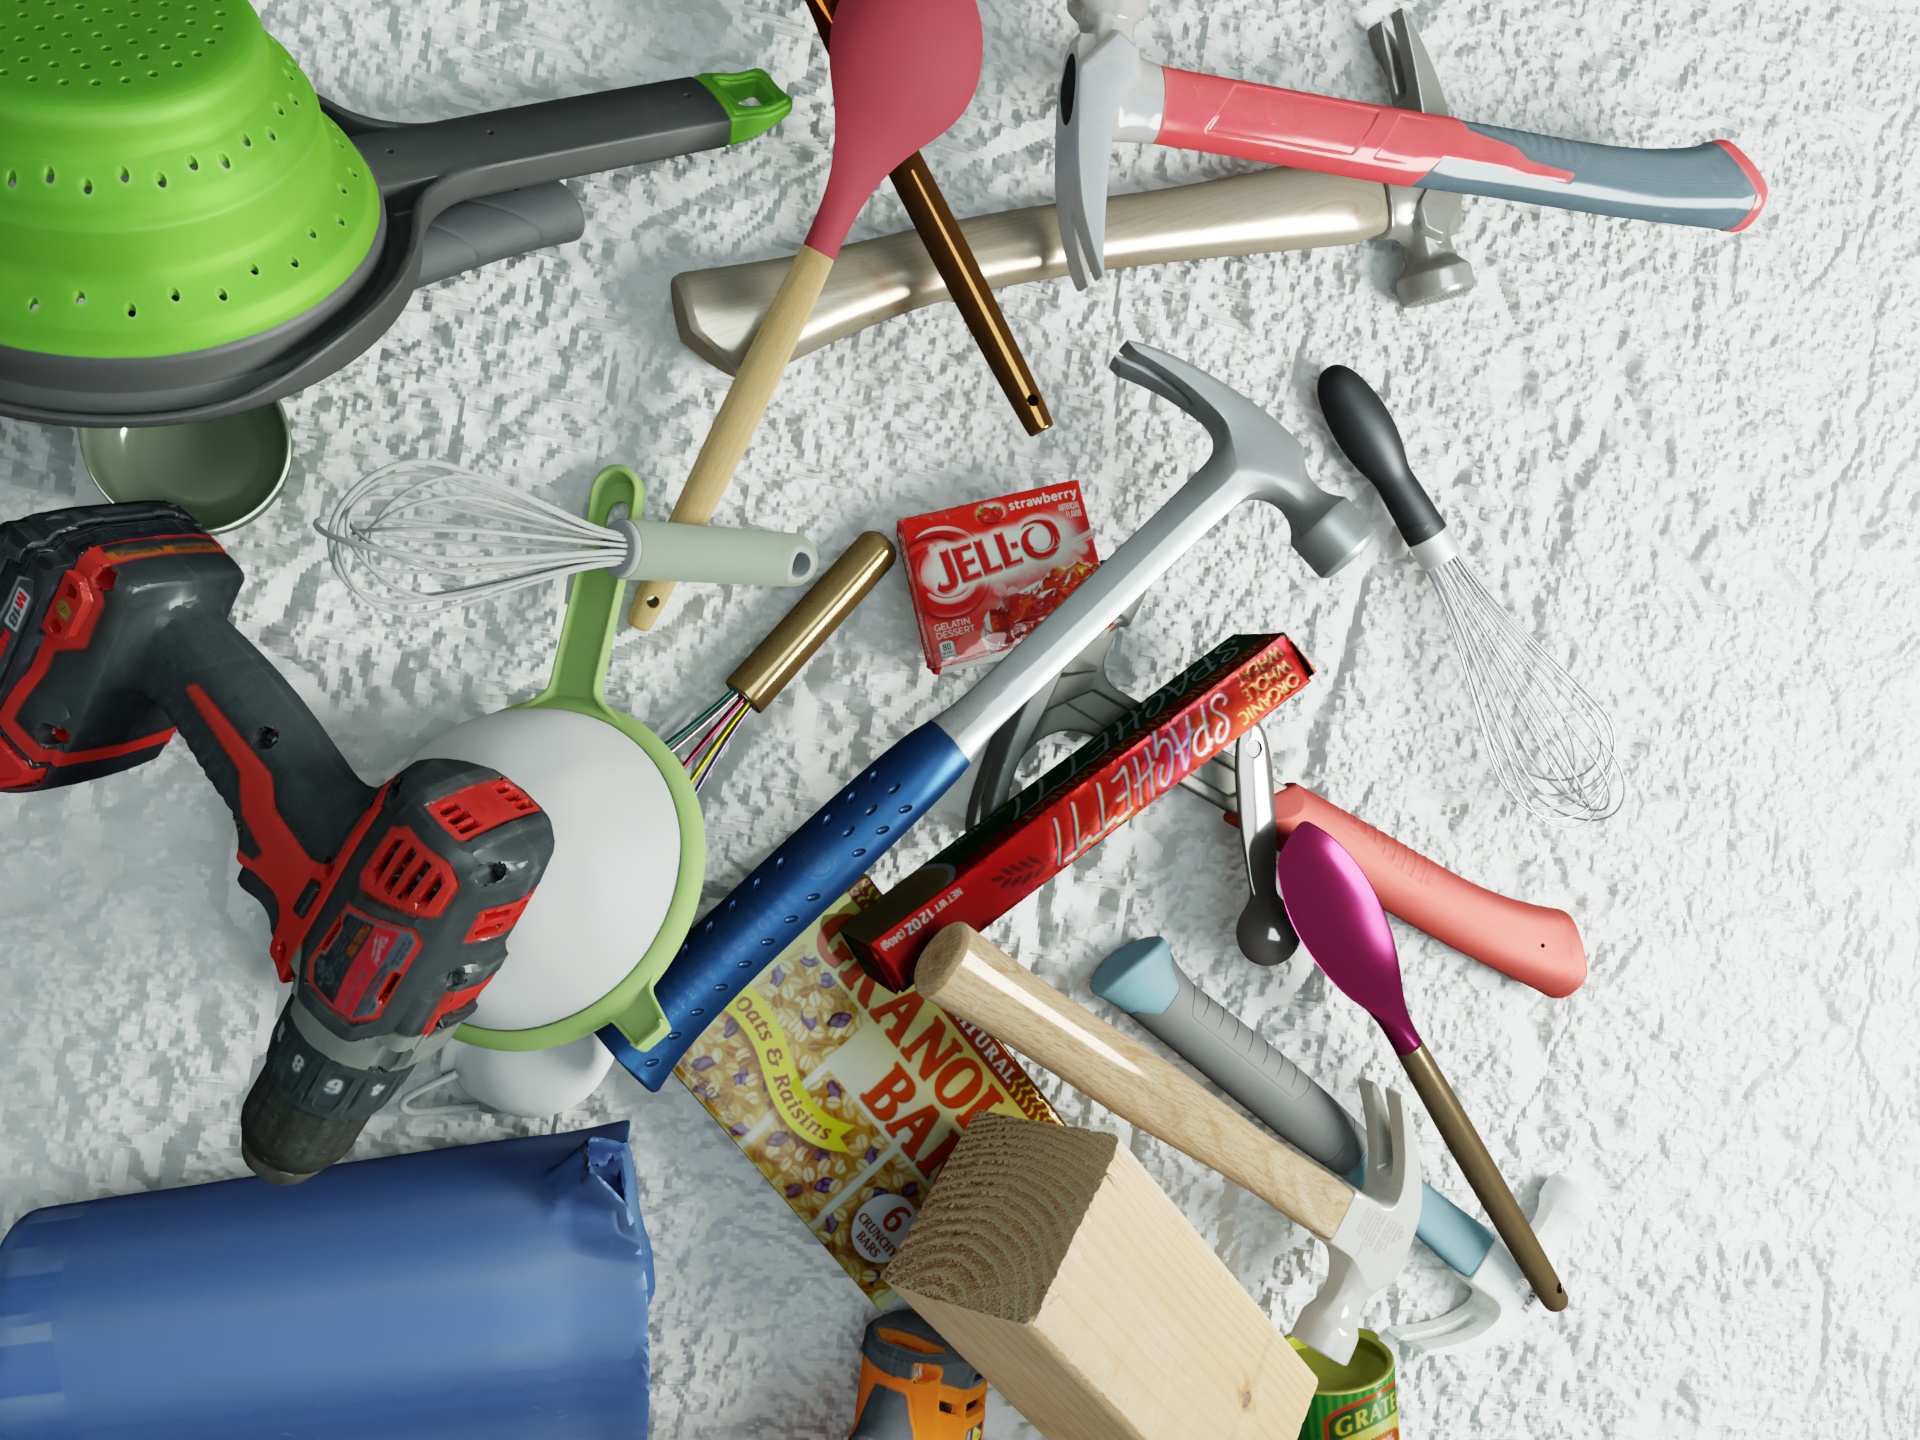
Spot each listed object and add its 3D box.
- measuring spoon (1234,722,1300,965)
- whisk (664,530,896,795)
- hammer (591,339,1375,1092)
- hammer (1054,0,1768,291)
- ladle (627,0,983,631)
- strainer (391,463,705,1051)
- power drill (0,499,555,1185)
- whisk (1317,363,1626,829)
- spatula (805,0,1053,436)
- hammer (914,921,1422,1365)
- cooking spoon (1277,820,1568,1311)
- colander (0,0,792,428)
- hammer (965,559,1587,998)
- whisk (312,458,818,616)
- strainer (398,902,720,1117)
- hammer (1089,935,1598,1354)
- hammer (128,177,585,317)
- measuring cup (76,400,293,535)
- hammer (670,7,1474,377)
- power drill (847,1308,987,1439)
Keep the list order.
[{"bbox_3d":[0.151,0.061,0.784,0.034,0.018,0.124,-7,94,-18],"label":"measuring spoon"},{"bbox_3d":[-0.110,0.008,0.716,0.051,0.047,0.245,44,75,-15],"label":"whisk"},{"bbox_3d":[-0.001,-0.002,0.697,0.405,0.035,0.144,-43,89,-12],"label":"hammer"},{"bbox_3d":[0.231,-0.264,0.783,0.386,0.038,0.143,2,91,-18],"label":"hammer"},{"bbox_3d":[-0.074,-0.179,0.688,0.069,0.031,0.315,22,102,-26],"label":"ladle"},{"bbox_3d":[-0.175,0.003,0.653,0.151,0.069,0.256,5,74,15],"label":"strainer"},{"bbox_3d":[-0.272,0.048,0.589,0.227,0.080,0.188,40,112,9],"label":"power drill"},{"bbox_3d":[0.266,-0.064,0.837,0.070,0.070,0.284,-35,98,-14],"label":"whisk"},{"bbox_3d":[-0.041,-0.272,0.710,0.081,0.041,0.322,-30,97,-15],"label":"spatula"},{"bbox_3d":[0.107,0.183,0.741,0.331,0.031,0.130,37,76,-28],"label":"hammer"},{"bbox_3d":[0.241,0.187,0.819,0.069,0.017,0.318,-46,110,-41],"label":"cooking spoon"},{"bbox_3d":[-0.233,-0.234,0.596,0.397,0.094,0.205,-24,62,-29],"label":"colander"},{"bbox_3d":[0.180,0.067,0.823,0.359,0.037,0.149,29,83,-18],"label":"hammer"},{"bbox_3d":[-0.144,-0.070,0.642,0.246,0.059,0.058,-4,112,-53],"label":"whisk"},{"bbox_3d":[-0.126,0.107,0.710,0.258,0.050,0.086,-35,139,-21],"label":"strainer"},{"bbox_3d":[0.198,0.219,0.839,0.330,0.033,0.128,40,79,-16],"label":"hammer"},{"bbox_3d":[-0.317,-0.132,0.576,0.409,0.036,0.149,-31,64,-32],"label":"hammer"},{"bbox_3d":[-0.349,-0.130,0.629,0.167,0.038,0.083,25,84,-16],"label":"measuring cup"},{"bbox_3d":[0.062,-0.243,0.766,0.410,0.038,0.146,-15,96,-18],"label":"hammer"},{"bbox_3d":[-0.064,0.365,0.681,0.226,0.084,0.164,4,92,-60],"label":"power drill"}]
